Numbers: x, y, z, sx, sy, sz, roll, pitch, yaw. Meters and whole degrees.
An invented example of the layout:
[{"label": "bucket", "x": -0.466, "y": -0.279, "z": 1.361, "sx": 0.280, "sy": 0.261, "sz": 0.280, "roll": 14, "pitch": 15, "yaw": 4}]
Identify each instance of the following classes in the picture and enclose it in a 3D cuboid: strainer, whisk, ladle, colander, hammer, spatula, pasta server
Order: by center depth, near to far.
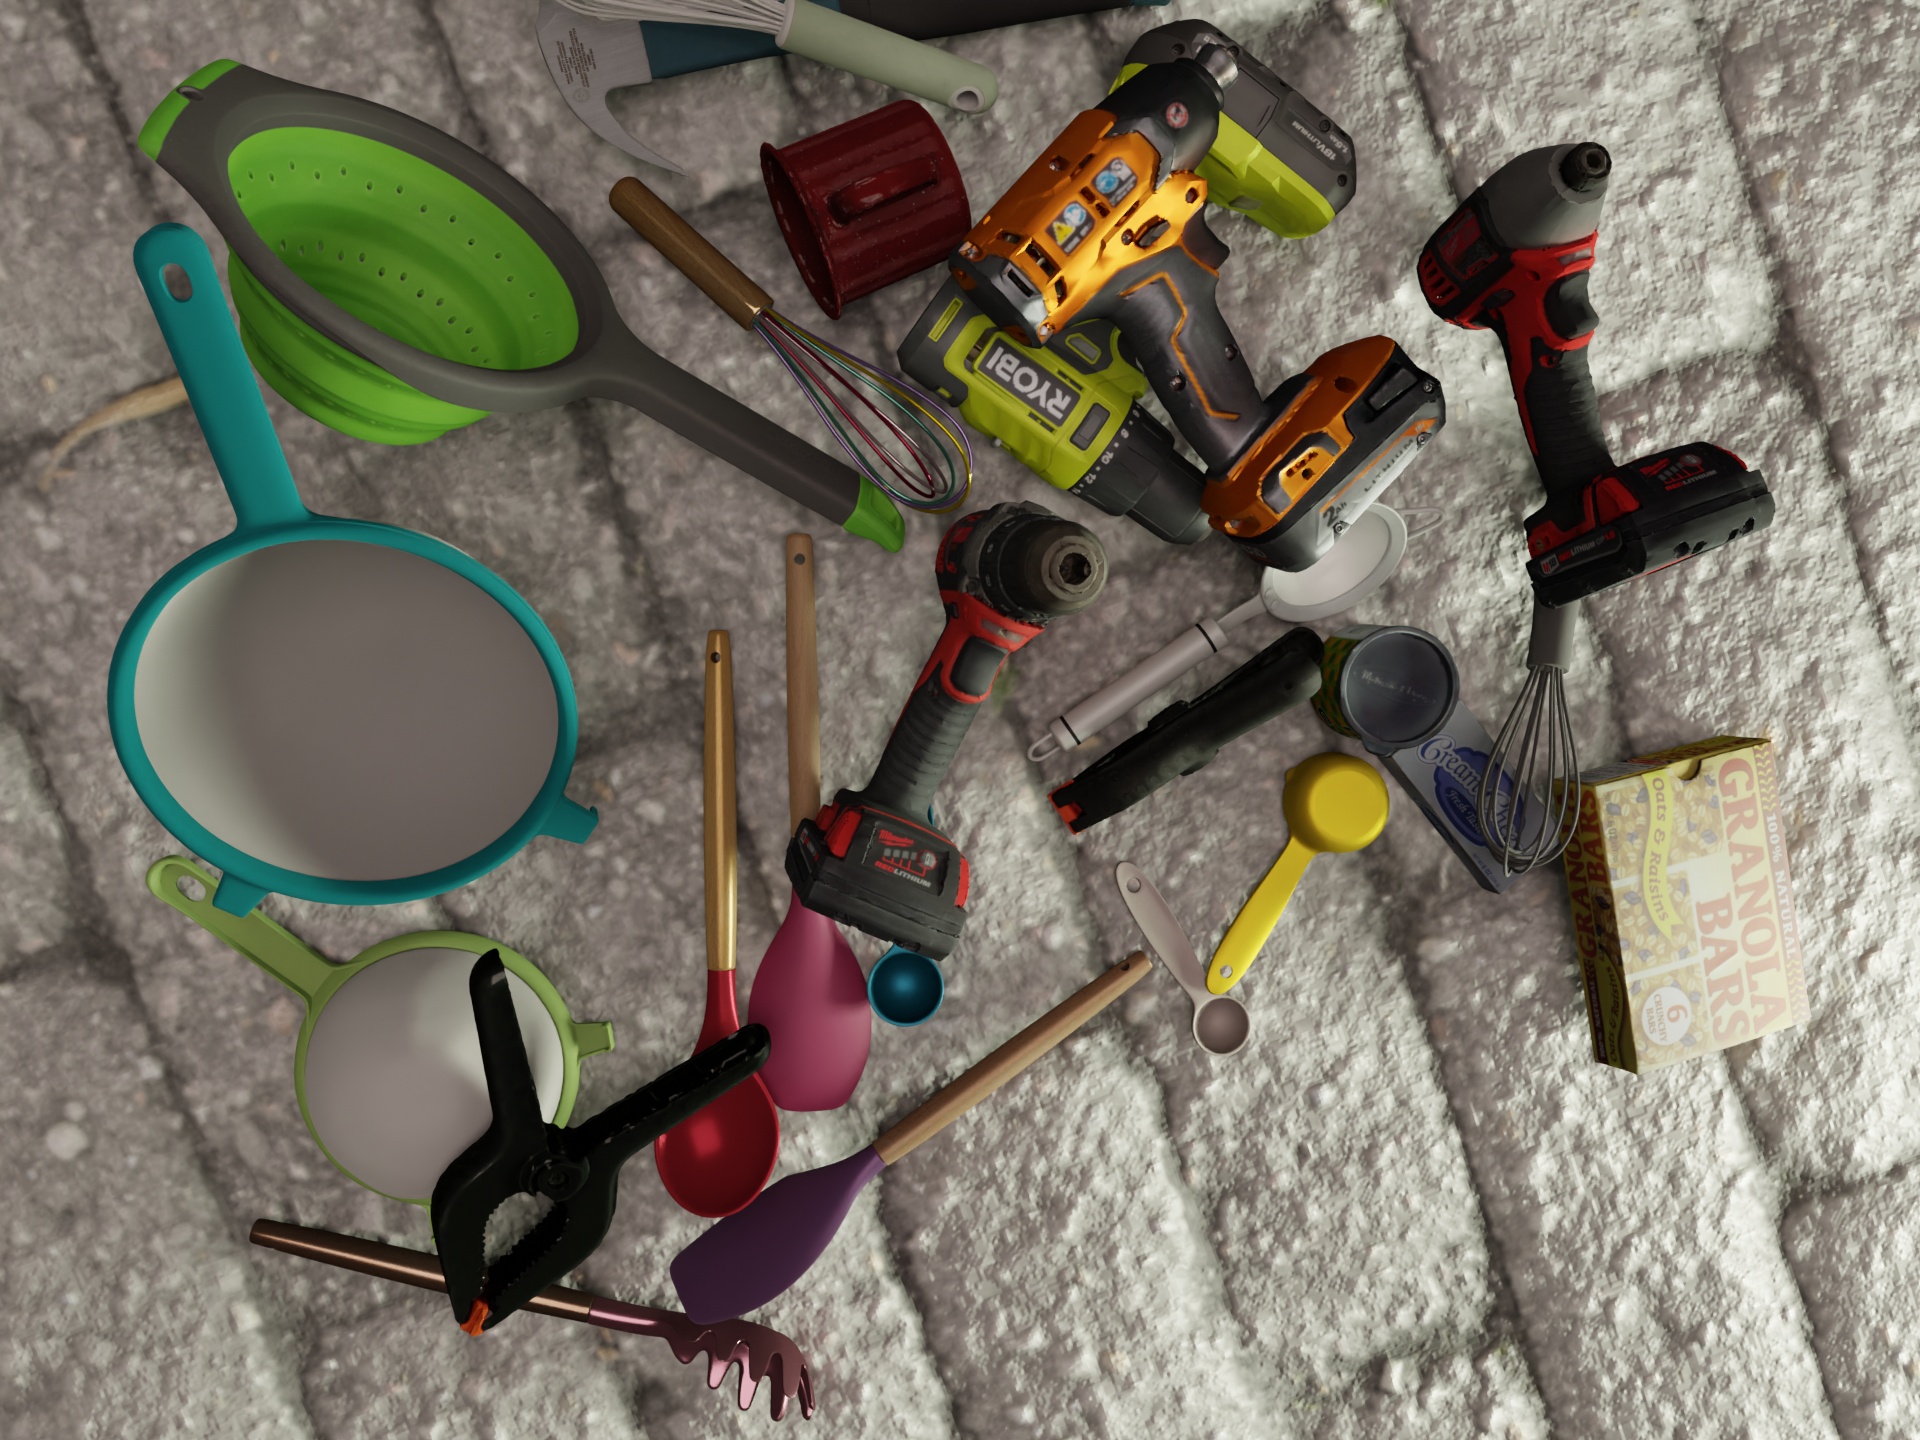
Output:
[{"label": "strainer", "x": -0.307, "y": -0.072, "z": 0.759, "sx": 0.211, "sy": 0.095, "sz": 0.340, "roll": -12, "pitch": 120, "yaw": -5}, {"label": "whisk", "x": -0.093, "y": -0.345, "z": 0.778, "sx": 0.246, "sy": 0.057, "sz": 0.059, "roll": 11, "pitch": 62, "yaw": -22}, {"label": "colander", "x": -0.212, "y": -0.166, "z": 0.801, "sx": 0.396, "sy": 0.205, "sz": 0.094, "roll": 28, "pitch": 126, "yaw": -22}, {"label": "hammer", "x": -0.050, "y": -0.366, "z": 0.821, "sx": 0.331, "sy": 0.033, "sz": 0.128, "roll": -13, "pitch": 115, "yaw": -9}, {"label": "strainer", "x": -0.320, "y": 0.157, "z": 0.825, "sx": 0.256, "sy": 0.069, "sz": 0.151, "roll": 39, "pitch": 90, "yaw": -8}, {"label": "whisk", "x": -0.091, "y": -0.195, "z": 0.835, "sx": 0.245, "sy": 0.047, "sz": 0.051, "roll": 42, "pitch": 66, "yaw": 0}, {"label": "pasta server", "x": -0.229, "y": 0.320, "z": 0.861, "sx": 0.316, "sy": 0.060, "sz": 0.040, "roll": 15, "pitch": 51, "yaw": -4}, {"label": "ladle", "x": -0.131, "y": 0.109, "z": 0.862, "sx": 0.069, "sy": 0.031, "sz": 0.315, "roll": 0, "pitch": 92, "yaw": 4}, {"label": "whisk", "x": 0.320, "y": -0.031, "z": 0.870, "sx": 0.055, "sy": 0.055, "sz": 0.239, "roll": 13, "pitch": 79, "yaw": -6}, {"label": "strainer", "x": 0.143, "y": -0.054, "z": 0.870, "sx": 0.258, "sy": 0.050, "sz": 0.086, "roll": -34, "pitch": 140, "yaw": 3}, {"label": "spatula", "x": -0.022, "y": 0.225, "z": 0.876, "sx": 0.316, "sy": 0.060, "sz": 0.018, "roll": -36, "pitch": 138, "yaw": -6}]

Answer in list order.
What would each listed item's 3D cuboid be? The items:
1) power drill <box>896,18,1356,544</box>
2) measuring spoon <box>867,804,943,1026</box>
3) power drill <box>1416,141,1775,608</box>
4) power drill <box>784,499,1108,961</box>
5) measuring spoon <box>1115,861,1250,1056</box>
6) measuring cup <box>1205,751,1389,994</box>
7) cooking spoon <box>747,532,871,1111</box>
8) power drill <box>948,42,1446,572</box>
[{"label": "power drill", "x": 0.103, "y": -0.224, "z": 0.838, "sx": 0.190, "sy": 0.080, "sz": 0.228, "roll": 34, "pitch": 92, "yaw": -10}, {"label": "measuring spoon", "x": -0.027, "y": 0.104, "z": 0.879, "sx": 0.042, "sy": 0.021, "sz": 0.129, "roll": 4, "pitch": 84, "yaw": 1}, {"label": "power drill", "x": 0.315, "y": -0.179, "z": 0.809, "sx": 0.078, "sy": 0.143, "sz": 0.220, "roll": -19, "pitch": 85, "yaw": -11}, {"label": "power drill", "x": -0.001, "y": -0.003, "z": 0.783, "sx": 0.080, "sy": 0.188, "sz": 0.227, "roll": 24, "pitch": 91, "yaw": -13}, {"label": "measuring spoon", "x": 0.121, "y": 0.133, "z": 0.896, "sx": 0.034, "sy": 0.018, "sz": 0.124, "roll": -31, "pitch": 89, "yaw": -12}, {"label": "measuring cup", "x": 0.184, "y": 0.087, "z": 0.882, "sx": 0.062, "sy": 0.029, "sz": 0.156, "roll": 34, "pitch": 84, "yaw": -7}, {"label": "cooking spoon", "x": -0.085, "y": 0.058, "z": 0.866, "sx": 0.068, "sy": 0.017, "sz": 0.319, "roll": -1, "pitch": 95, "yaw": -6}, {"label": "power drill", "x": 0.127, "y": -0.200, "z": 0.769, "sx": 0.226, "sy": 0.084, "sz": 0.164, "roll": 42, "pitch": 92, "yaw": -16}]
